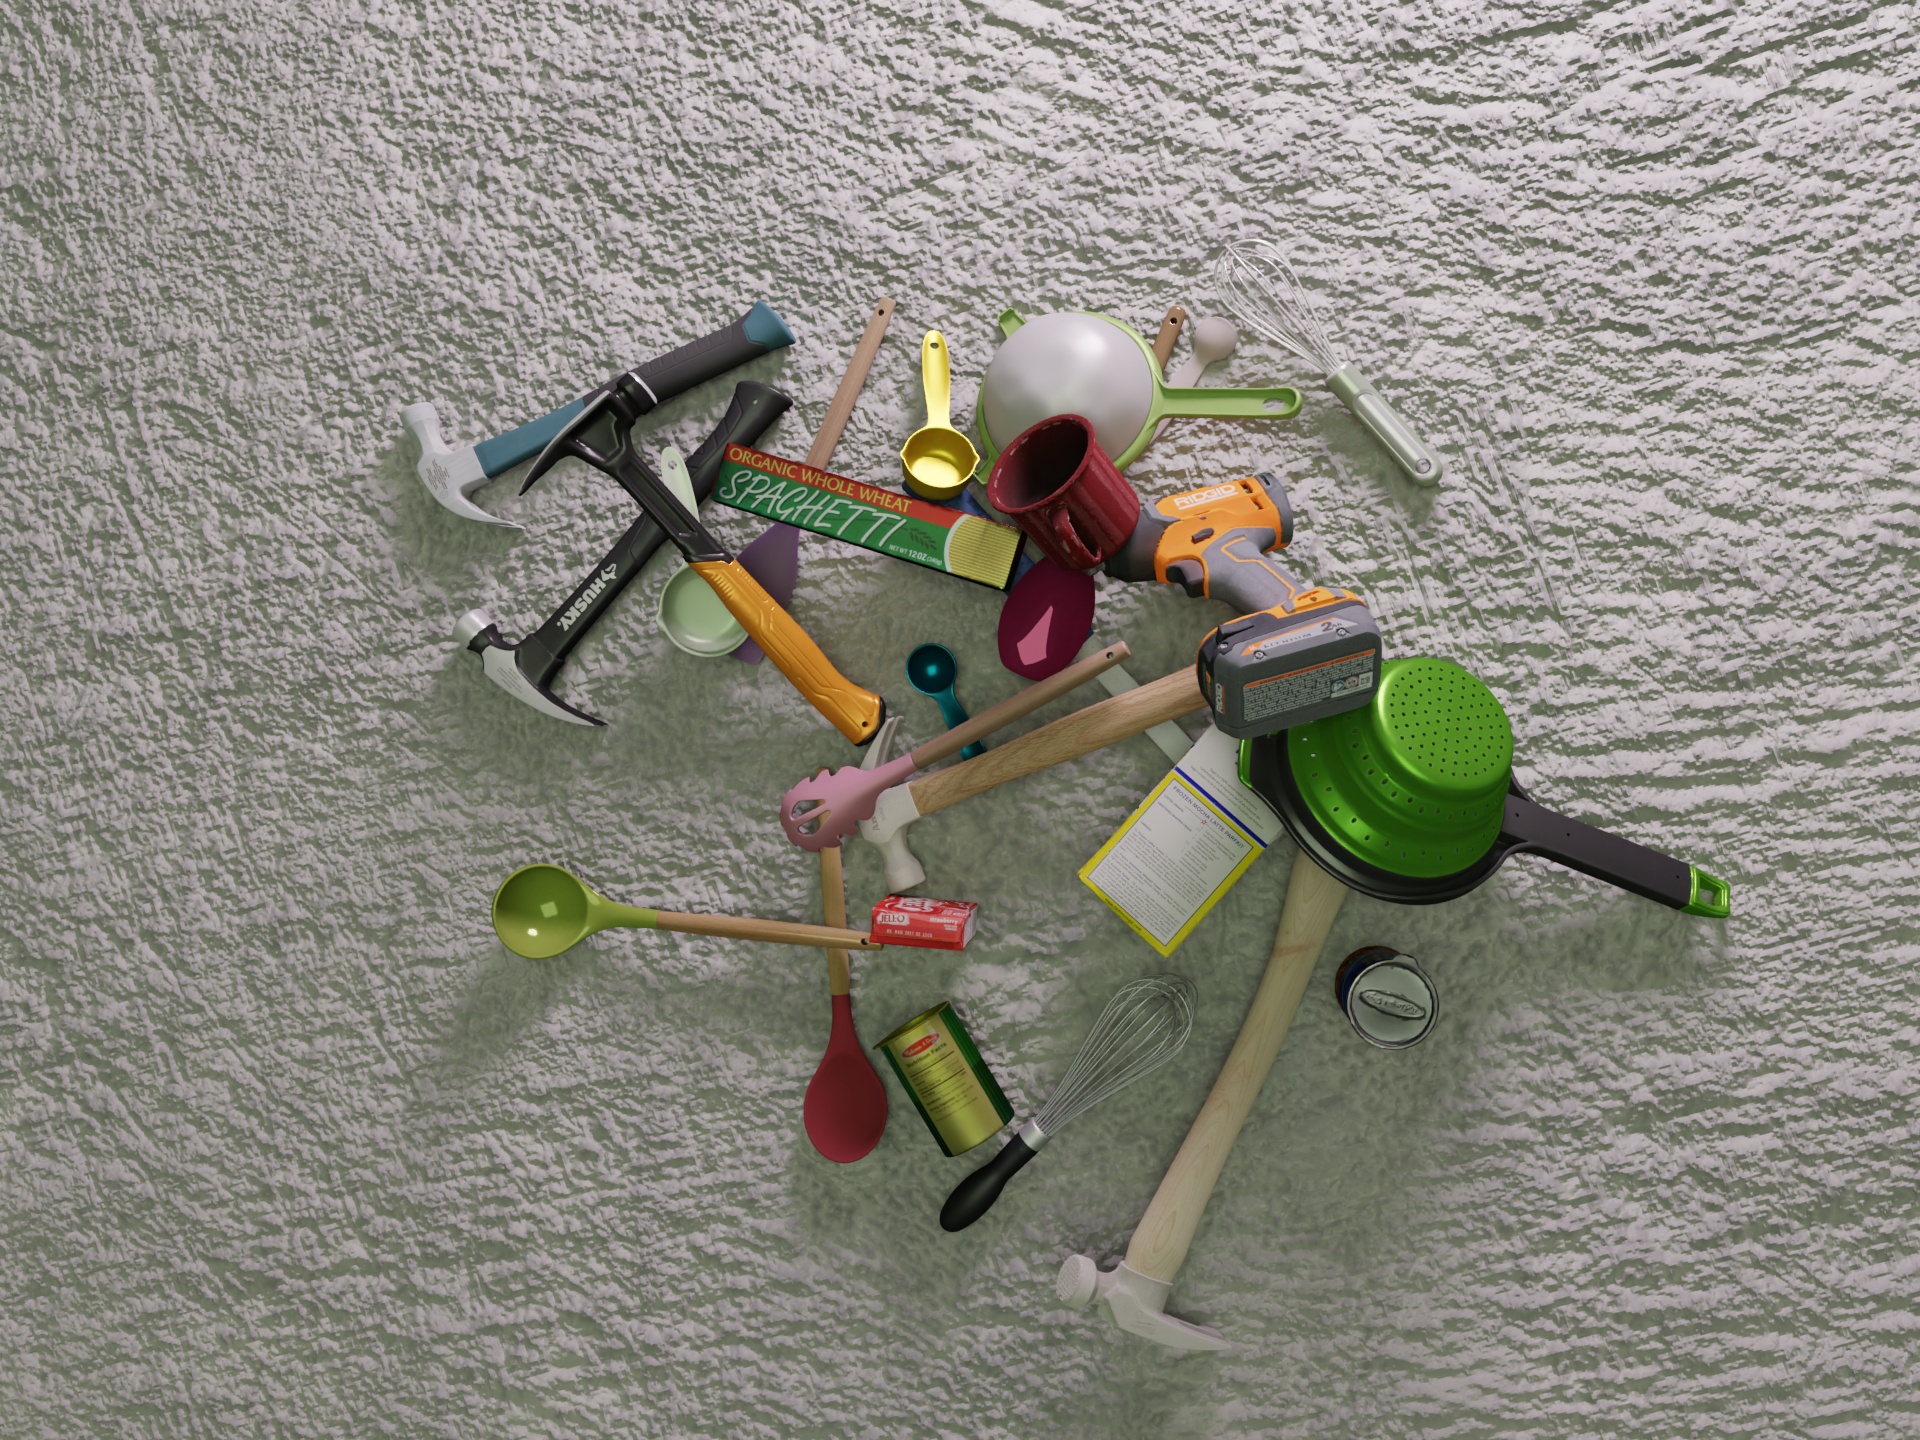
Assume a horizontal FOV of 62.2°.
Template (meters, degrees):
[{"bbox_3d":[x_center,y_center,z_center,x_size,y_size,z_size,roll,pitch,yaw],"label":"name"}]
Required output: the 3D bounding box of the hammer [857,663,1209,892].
[{"bbox_3d":[0.065,0.019,1.228,0.331,0.031,0.130,-23,88,18],"label":"hammer"}]

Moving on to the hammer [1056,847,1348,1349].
[{"bbox_3d":[0.222,0.283,1.228,0.146,0.038,0.410,25,88,-15],"label":"hammer"}]

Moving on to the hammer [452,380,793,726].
[{"bbox_3d":[-0.256,-0.143,1.299,0.146,0.035,0.335,43,95,6],"label":"hammer"}]

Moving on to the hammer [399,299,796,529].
[{"bbox_3d":[-0.292,-0.260,1.304,0.331,0.033,0.128,-23,86,6],"label":"hammer"}]

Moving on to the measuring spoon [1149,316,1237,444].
[{"bbox_3d":[0.174,-0.265,1.253,0.034,0.018,0.124,37,95,5],"label":"measuring spoon"}]

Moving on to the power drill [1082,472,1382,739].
[{"bbox_3d":[0.190,-0.089,1.155,0.164,0.227,0.084,-15,132,-6],"label":"power drill"}]

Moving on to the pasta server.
[{"bbox_3d":[-0.010,0.018,1.223,0.316,0.040,0.060,-28,86,14],"label":"pasta server"}]

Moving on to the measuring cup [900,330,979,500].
[{"bbox_3d":[-0.020,-0.241,1.257,0.062,0.029,0.157,2,61,-8],"label":"measuring cup"}]

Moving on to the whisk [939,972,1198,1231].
[{"bbox_3d":[0.080,0.302,1.247,0.070,0.070,0.284,44,100,5],"label":"whisk"}]

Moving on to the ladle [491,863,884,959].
[{"bbox_3d":[-0.220,0.164,1.272,0.320,0.062,0.078,4,91,10],"label":"ladle"}]

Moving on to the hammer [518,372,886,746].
[{"bbox_3d":[-0.185,-0.102,1.235,0.127,0.034,0.336,-44,105,-6],"label":"hammer"}]

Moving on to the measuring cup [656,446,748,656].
[{"bbox_3d":[-0.213,-0.133,1.263,0.083,0.038,0.167,-14,98,-12],"label":"measuring cup"}]

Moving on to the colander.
[{"bbox_3d":[0.403,0.051,1.154,0.397,0.094,0.205,21,57,-5],"label":"colander"}]

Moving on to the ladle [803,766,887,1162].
[{"bbox_3d":[-0.100,0.195,1.283,0.069,0.031,0.315,-4,88,7],"label":"ladle"}]

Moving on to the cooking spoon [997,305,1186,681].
[{"bbox_3d":[0.110,-0.180,1.238,0.069,0.017,0.319,23,84,4],"label":"cooking spoon"}]

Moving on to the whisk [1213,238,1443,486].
[{"bbox_3d":[0.285,-0.275,1.227,0.058,0.059,0.246,-42,90,17],"label":"whisk"}]

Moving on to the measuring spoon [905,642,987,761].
[{"bbox_3d":[-0.002,-0.004,1.279,0.042,0.021,0.128,-25,96,16],"label":"measuring spoon"}]

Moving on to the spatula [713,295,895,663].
[{"bbox_3d":[-0.124,-0.197,1.291,0.060,0.018,0.316,26,94,9],"label":"spatula"}]

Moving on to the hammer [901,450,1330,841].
[{"bbox_3d":[0.100,-0.048,1.254,0.144,0.035,0.405,-43,85,5],"label":"hammer"}]

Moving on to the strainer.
[{"bbox_3d":[0.126,-0.251,1.202,0.256,0.069,0.151,5,79,20],"label":"strainer"}]
